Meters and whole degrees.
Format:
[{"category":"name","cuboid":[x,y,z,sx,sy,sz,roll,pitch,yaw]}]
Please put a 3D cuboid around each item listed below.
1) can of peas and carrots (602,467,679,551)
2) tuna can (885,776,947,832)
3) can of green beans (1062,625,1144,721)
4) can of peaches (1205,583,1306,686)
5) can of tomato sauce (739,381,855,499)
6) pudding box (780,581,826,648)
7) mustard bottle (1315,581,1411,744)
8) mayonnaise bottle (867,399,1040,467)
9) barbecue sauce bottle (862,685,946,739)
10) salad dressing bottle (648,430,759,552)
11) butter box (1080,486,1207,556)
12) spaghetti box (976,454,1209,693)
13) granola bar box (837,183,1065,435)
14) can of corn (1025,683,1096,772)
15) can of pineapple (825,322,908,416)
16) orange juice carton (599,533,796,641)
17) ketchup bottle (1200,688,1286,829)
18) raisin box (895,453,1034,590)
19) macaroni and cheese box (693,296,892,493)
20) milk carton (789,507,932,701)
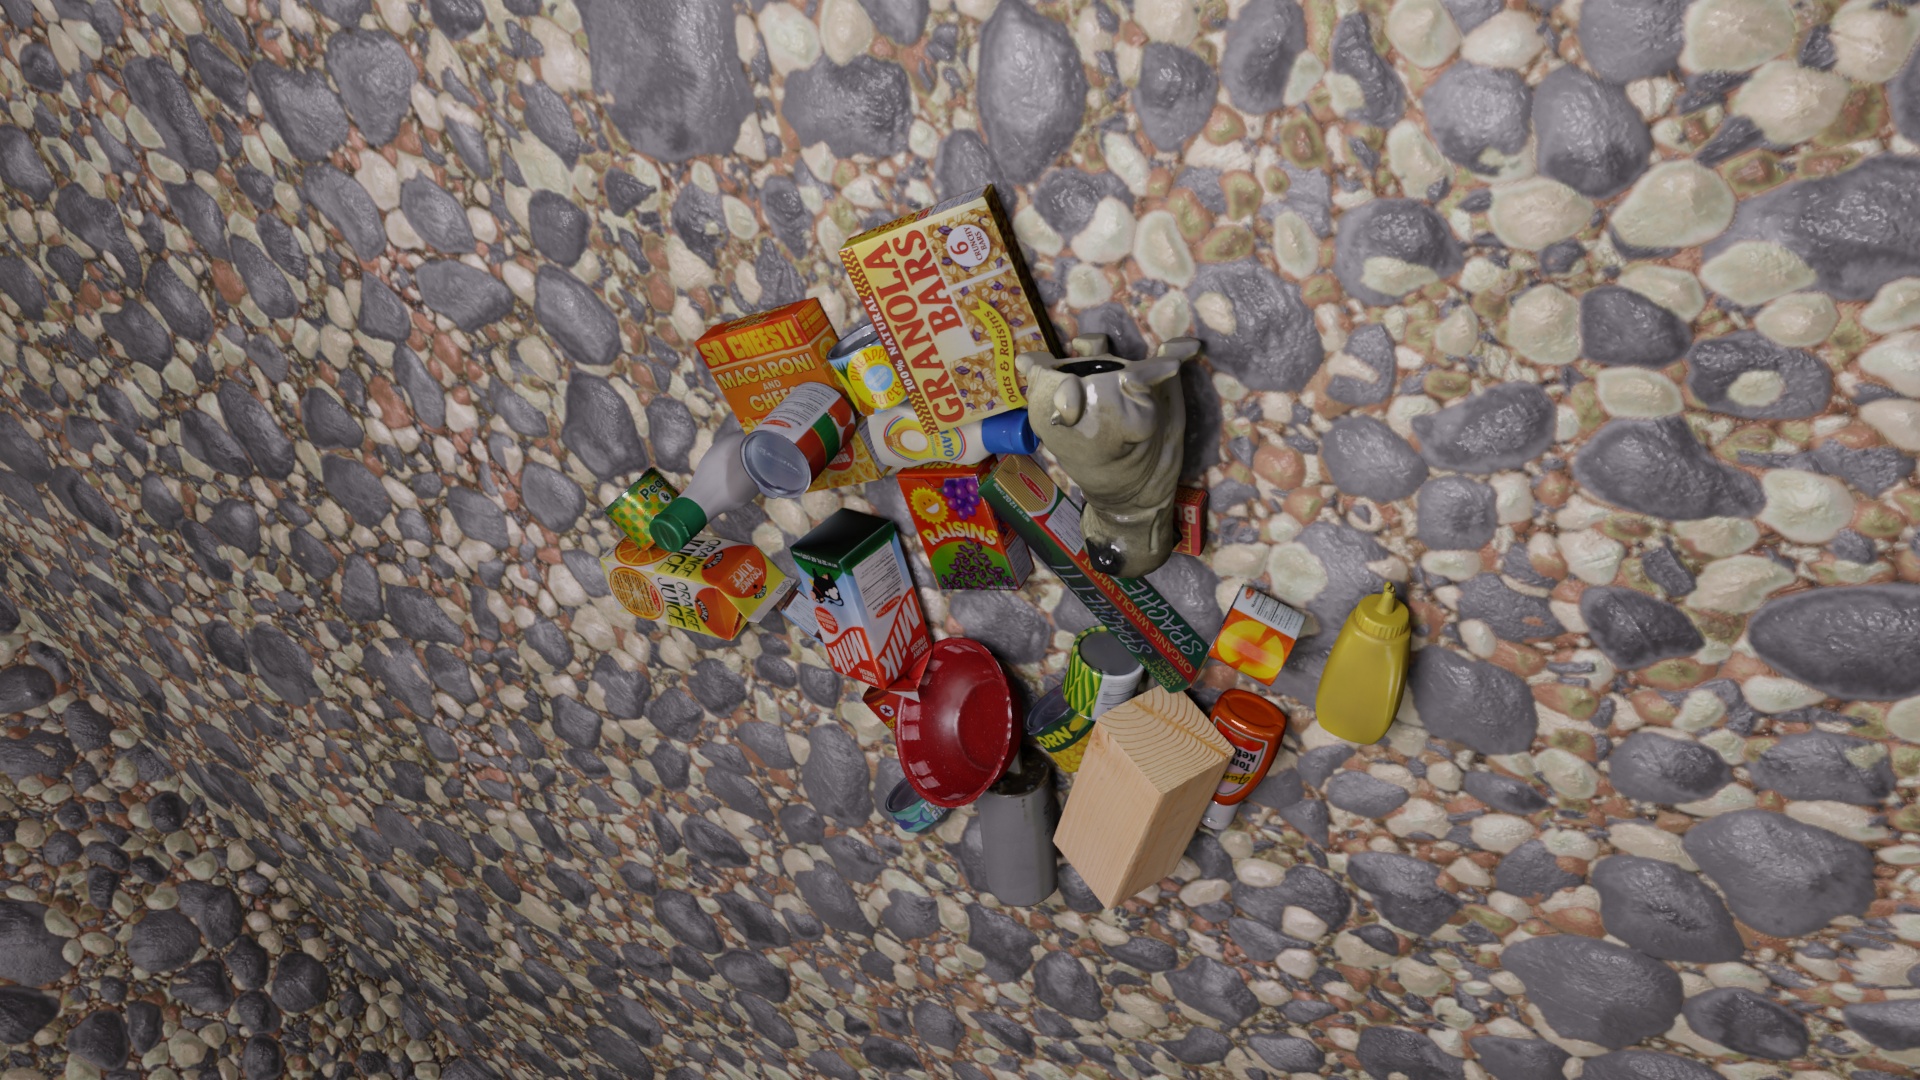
[{"category":"can of peas and carrots","cuboid":[-0.313,-0.032,1.395,0.058,0.071,0.070,47,135,-10]},{"category":"tuna can","cuboid":[-0.042,0.275,1.470,0.071,0.071,0.032,-19,114,41]},{"category":"can of green beans","cuboid":[0.127,0.117,1.232,0.071,0.071,0.057,23,133,15]},{"category":"can of peaches","cuboid":[0.239,0.079,1.128,0.058,0.071,0.070,27,135,11]},{"category":"can of tomato sauce","cuboid":[-0.135,-0.083,1.166,0.071,0.083,0.070,15,131,18]},{"category":"pudding box","cuboid":[-0.135,0.077,1.395,0.084,0.030,0.049,38,135,0]},{"category":"mustard bottle","cuboid":[0.325,0.091,1.096,0.065,0.049,0.159,19,132,18]},{"category":"mayonnaise bottle","cuboid":[-0.006,-0.092,1.165,0.148,0.041,0.064,4,122,31]},{"category":"barbecue sauce bottle","cuboid":[-0.031,0.196,1.415,0.148,0.044,0.064,49,134,-11]},{"category":"salad dressing bottle","cuboid":[-0.226,-0.045,1.268,0.044,0.148,0.064,3,126,31]},{"category":"butter box","cuboid":[0.150,-0.022,1.134,0.103,0.024,0.052,12,131,25]},{"category":"spaghetti box","cuboid":[0.115,0.027,1.178,0.250,0.050,0.028,46,137,-8]},{"category":"granola bar box","cuboid":[-0.002,-0.175,1.073,0.124,0.039,0.165,-16,116,20]},{"category":"can of corn","cuboid":[0.102,0.175,1.292,0.071,0.071,0.058,-26,109,43]},{"category":"can of pineapple","cuboid":[-0.068,-0.143,1.144,0.071,0.071,0.057,-12,118,39]},{"category":"orange juice carton","cuboid":[-0.266,0.044,1.422,0.193,0.072,0.072,11,130,26]},{"category":"ketchup bottle","cuboid":[0.244,0.200,1.241,0.065,0.044,0.148,27,136,20]},{"category":"raisin box","cuboid":[0.004,-0.015,1.223,0.086,0.040,0.123,0,124,34]},{"category":"macaroni and cheese box","cuboid":[-0.144,-0.124,1.229,0.123,0.040,0.166,-8,120,36]},{"category":"milk carton","cuboid":[-0.087,0.072,1.317,0.072,0.074,0.189,13,131,42]}]
